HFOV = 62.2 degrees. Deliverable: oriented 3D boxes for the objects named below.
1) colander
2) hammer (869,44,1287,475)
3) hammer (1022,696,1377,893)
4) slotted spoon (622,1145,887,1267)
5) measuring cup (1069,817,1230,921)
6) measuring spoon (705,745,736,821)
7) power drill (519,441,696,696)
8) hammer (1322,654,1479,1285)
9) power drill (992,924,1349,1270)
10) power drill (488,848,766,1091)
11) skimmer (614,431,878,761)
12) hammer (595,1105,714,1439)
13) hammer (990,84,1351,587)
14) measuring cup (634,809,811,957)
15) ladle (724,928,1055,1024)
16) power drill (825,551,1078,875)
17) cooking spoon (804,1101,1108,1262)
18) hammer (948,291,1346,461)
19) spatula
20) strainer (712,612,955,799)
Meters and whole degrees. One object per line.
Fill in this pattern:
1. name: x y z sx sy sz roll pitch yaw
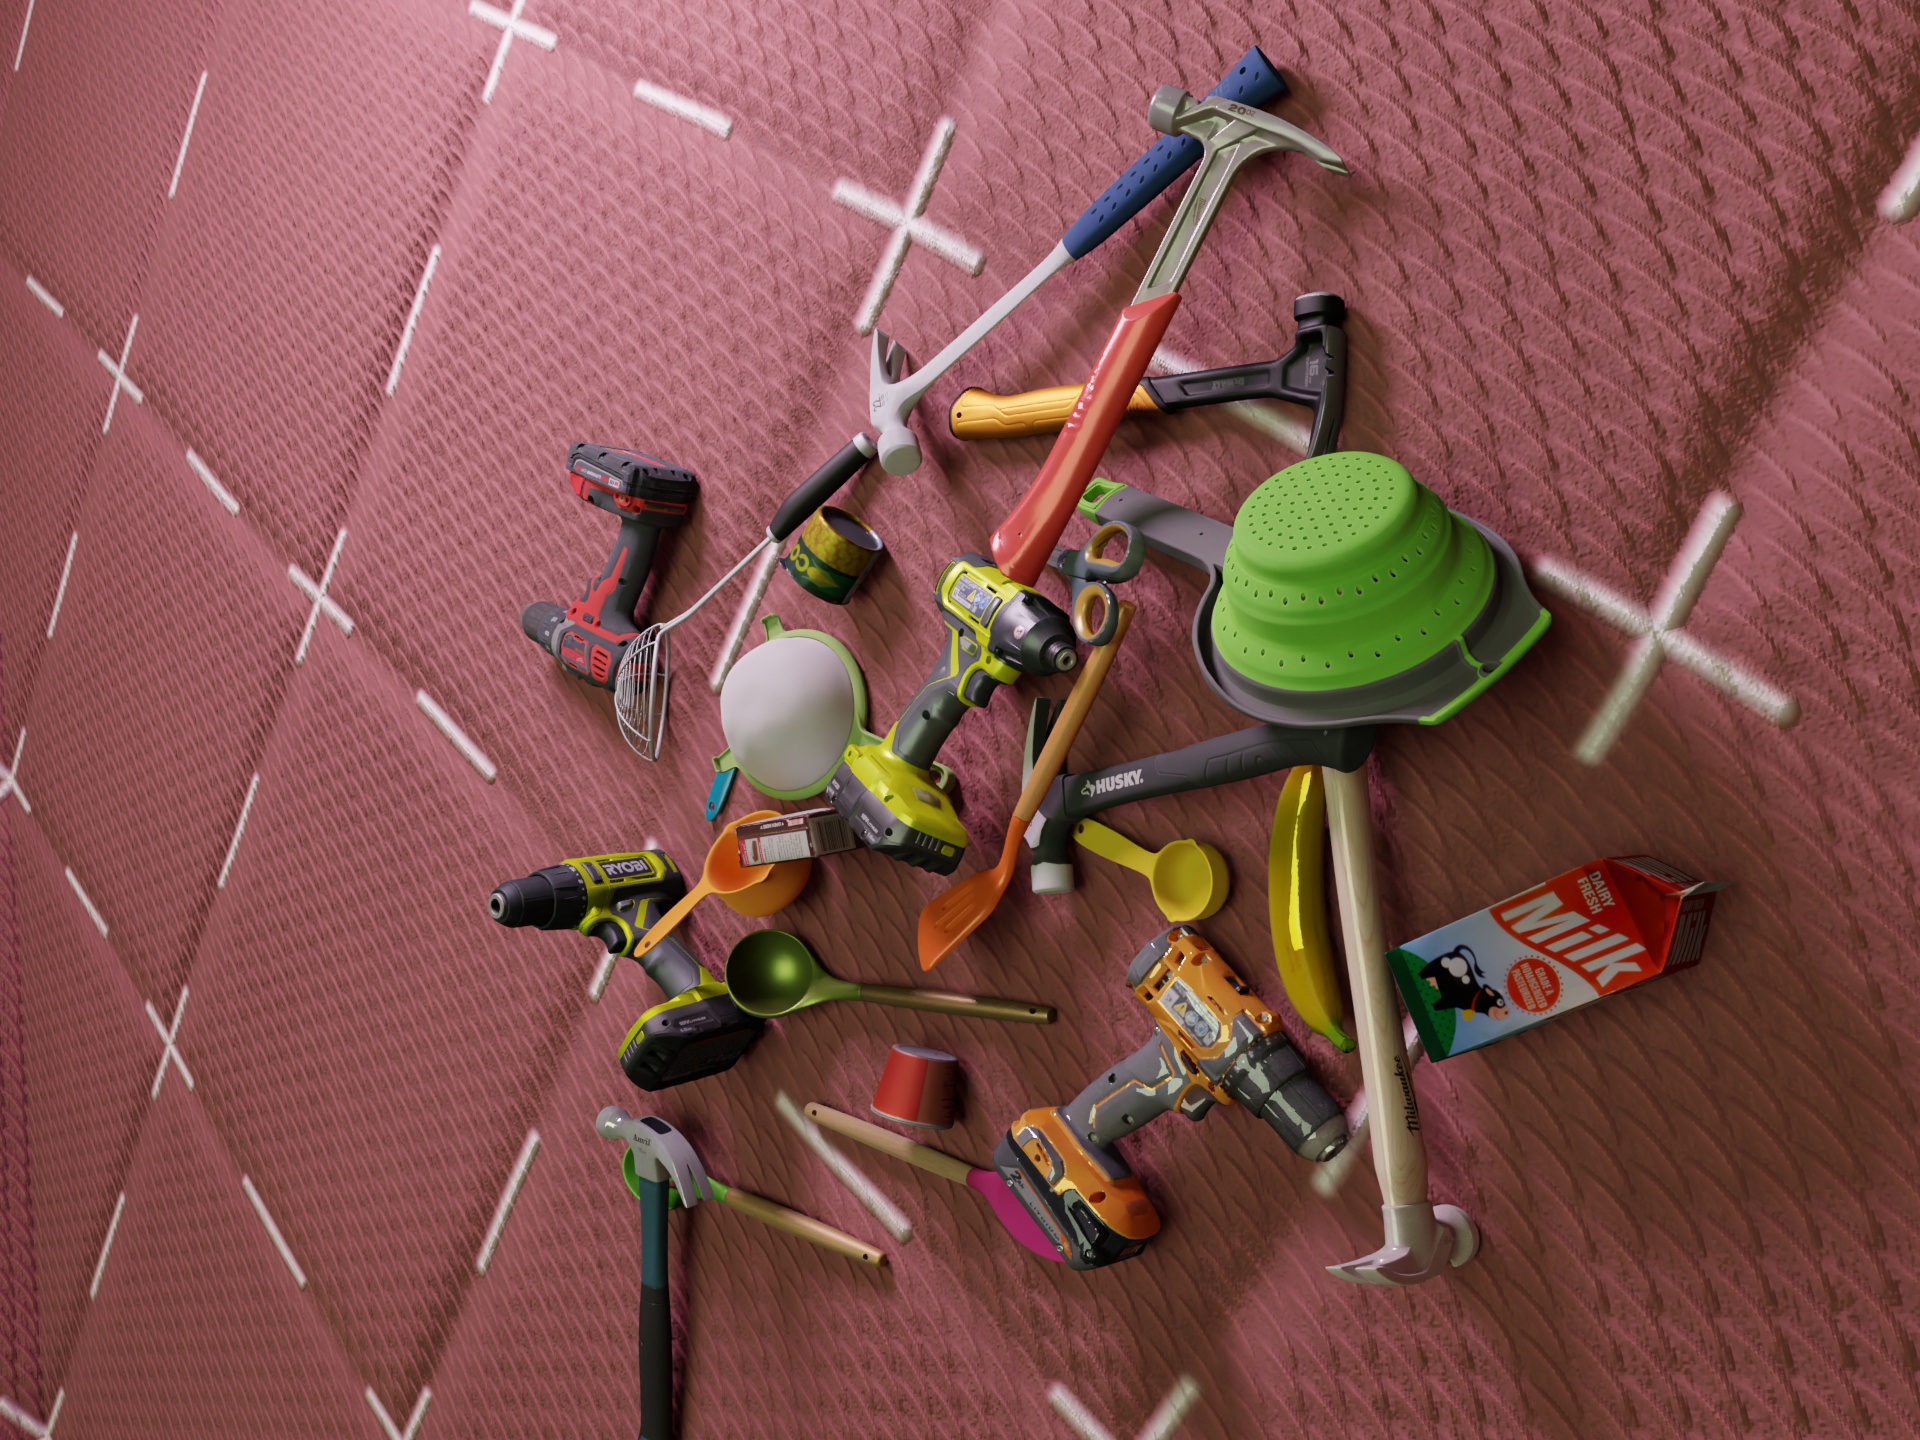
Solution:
1. colander: 0.188 -0.127 1.035 0.204 0.094 0.397 -39 38 -14
2. hammer: 0.074 -0.357 1.213 0.405 0.035 0.144 -37 46 28
3. hammer: 0.150 0.029 1.088 0.335 0.035 0.146 -19 70 54
4. slotted spoon: -0.186 0.431 1.408 0.314 0.031 0.070 7 92 38
5. measuring cup: 0.136 0.100 1.164 0.157 0.029 0.062 25 106 50
6. measuring spoon: -0.216 0.034 1.457 0.042 0.021 0.128 30 105 37
7. power drill: -0.353 -0.152 1.551 0.188 0.080 0.226 25 106 38
8. hammer: 0.251 0.137 0.998 0.038 0.146 0.411 -15 73 37
9. power drill: 0.146 0.283 1.105 0.186 0.084 0.226 47 110 31
10. power drill: -0.294 0.211 1.408 0.229 0.190 0.080 48 119 26
11. skimmer: -0.187 -0.108 1.425 0.363 0.090 0.127 -41 23 18
12. hammer: -0.280 0.526 1.453 0.128 0.033 0.331 6 98 38
13. hammer: 0.126 -0.255 1.119 0.149 0.036 0.359 31 102 23
14. measuring cup: -0.203 0.156 1.376 0.173 0.052 0.095 -43 37 -2
15. ladle: -0.064 0.220 1.300 0.320 0.062 0.078 0 58 37
16. power drill: -0.002 -0.004 1.206 0.223 0.080 0.171 -60 34 8
17. cooking spoon: -0.010 0.356 1.270 0.319 0.017 0.069 10 86 39
18. hammer: 0.126 -0.230 1.179 0.337 0.034 0.127 2 88 40
19. spatula: 0.047 0.049 1.170 0.081 0.041 0.322 -96 28 -61
20. strainer: -0.118 0.008 1.339 0.256 0.069 0.151 23 95 34
